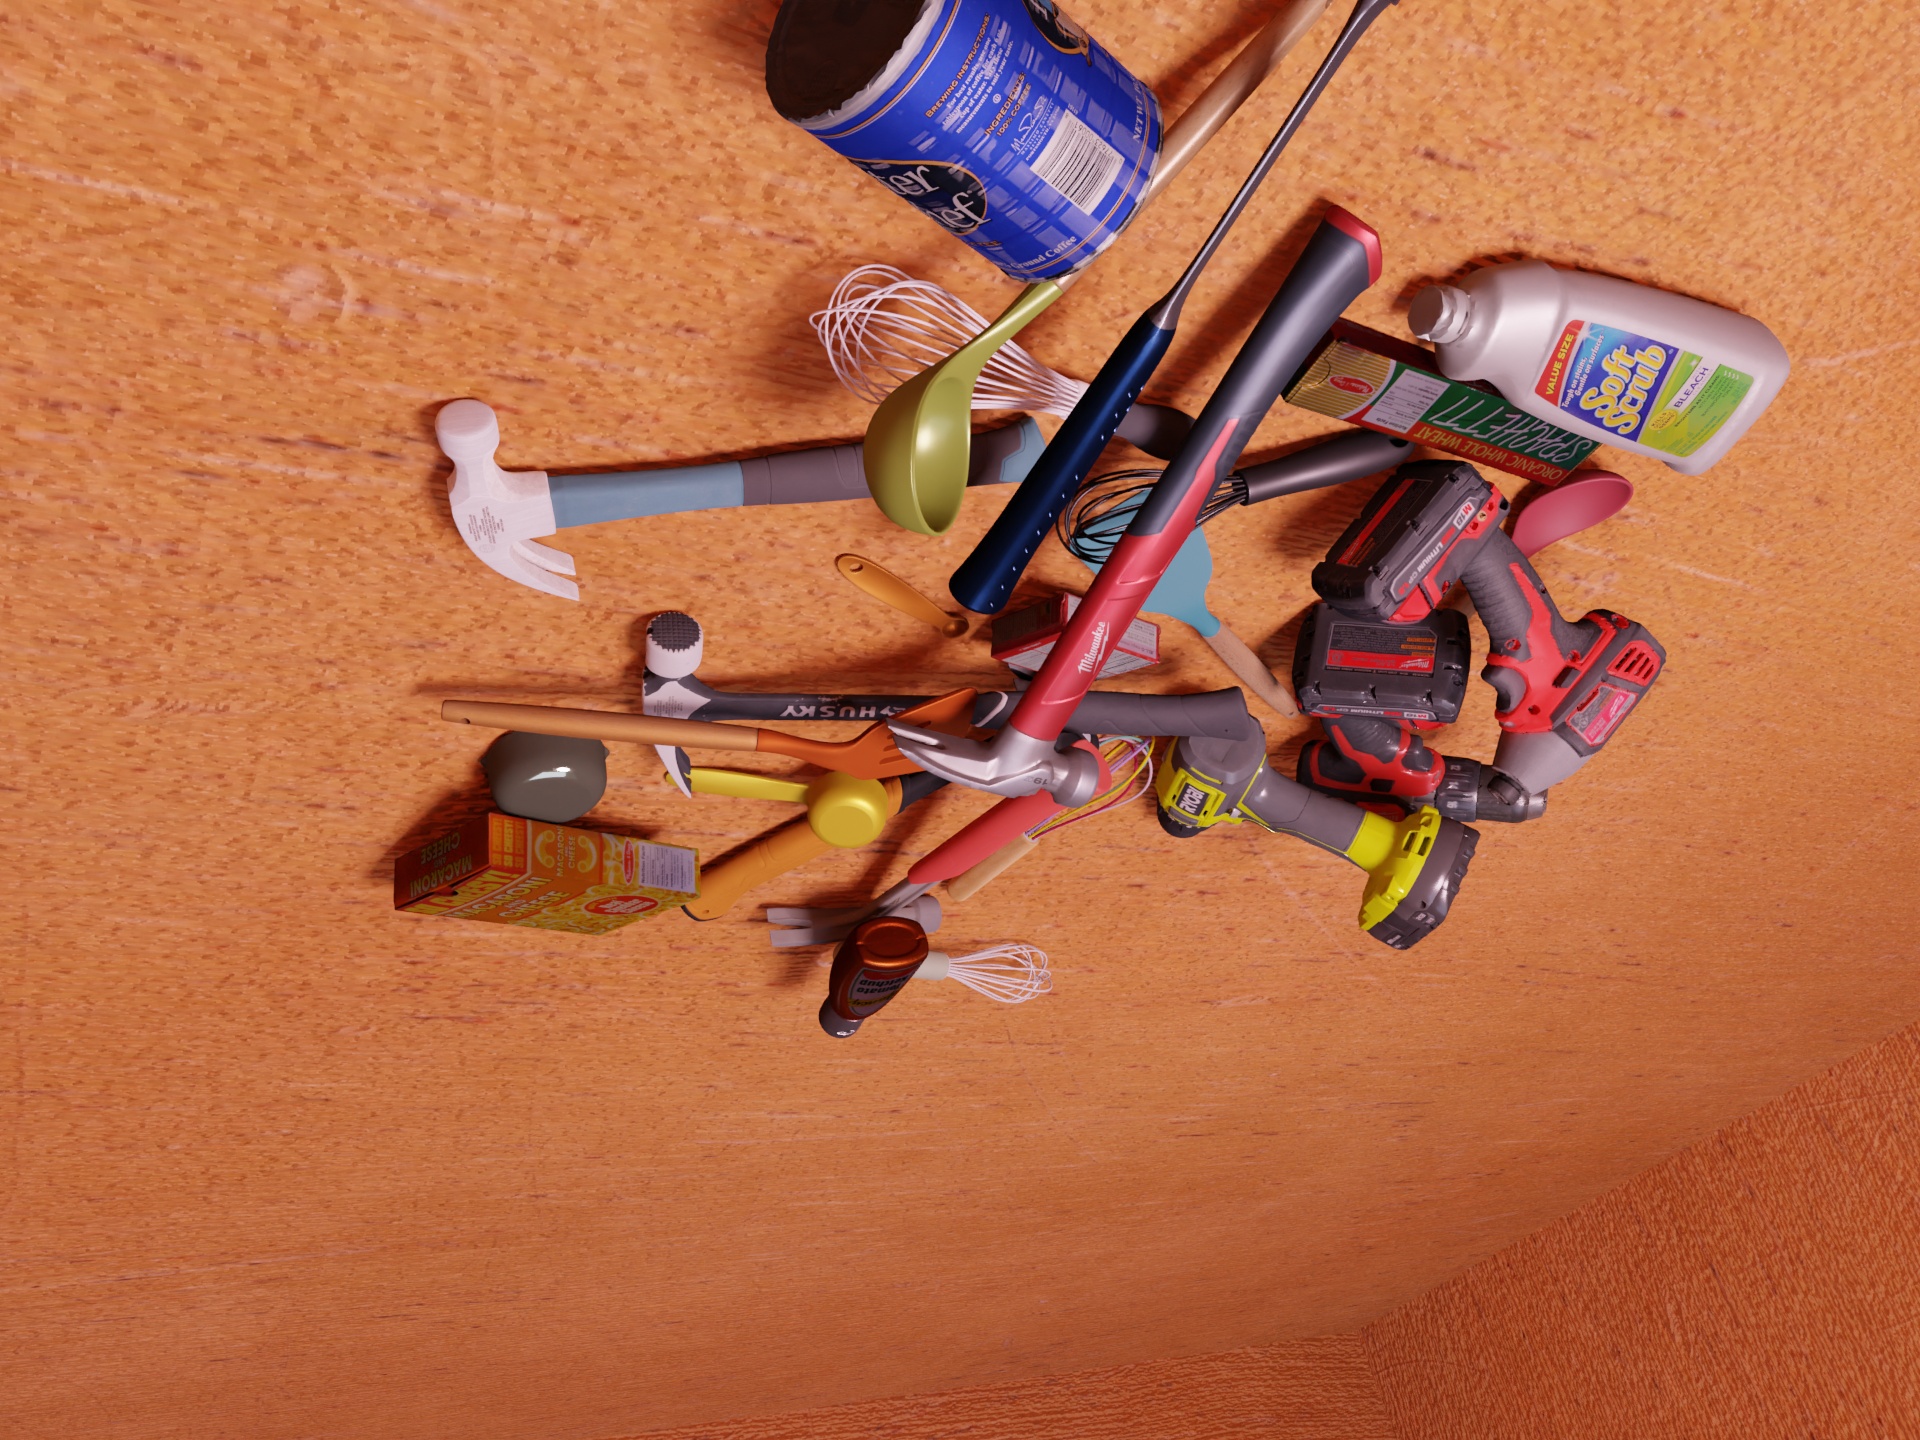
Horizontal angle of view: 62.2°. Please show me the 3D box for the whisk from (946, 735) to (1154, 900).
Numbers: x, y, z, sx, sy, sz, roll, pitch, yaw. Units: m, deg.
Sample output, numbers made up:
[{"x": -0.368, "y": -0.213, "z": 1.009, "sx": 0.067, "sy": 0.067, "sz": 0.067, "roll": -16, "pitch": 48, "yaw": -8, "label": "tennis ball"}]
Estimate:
[{"x": 0.066, "y": 0.079, "z": 1.242, "sx": 0.051, "sy": 0.047, "sz": 0.245, "roll": 13, "pitch": 139, "yaw": -39, "label": "whisk"}]

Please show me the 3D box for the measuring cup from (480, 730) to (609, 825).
[{"x": -0.279, "y": 0.065, "z": 1.069, "sx": 0.083, "sy": 0.038, "sz": 0.167, "roll": -4, "pitch": 144, "yaw": -20, "label": "measuring cup"}]

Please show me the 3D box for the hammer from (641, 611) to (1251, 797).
[{"x": -0.002, "y": -0.003, "z": 1.043, "sx": 0.409, "sy": 0.036, "sz": 0.149, "roll": 1, "pitch": 140, "yaw": -12, "label": "hammer"}]

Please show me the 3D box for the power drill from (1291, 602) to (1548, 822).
[{"x": 0.337, "y": 0.011, "z": 1.173, "sx": 0.188, "sy": 0.080, "sz": 0.226, "roll": 5, "pitch": 151, "yaw": 20, "label": "power drill"}]

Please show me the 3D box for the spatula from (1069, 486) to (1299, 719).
[{"x": 0.180, "y": -0.065, "z": 1.105, "sx": 0.082, "sy": 0.044, "sz": 0.317, "roll": -31, "pitch": 149, "yaw": 16, "label": "spatula"}]

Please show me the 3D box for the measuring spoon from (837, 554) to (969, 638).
[{"x": -0.036, "y": -0.080, "z": 0.999, "sx": 0.021, "sy": 0.011, "sz": 0.116, "roll": -36, "pitch": 139, "yaw": 25, "label": "measuring spoon"}]

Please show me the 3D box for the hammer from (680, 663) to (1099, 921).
[{"x": -0.069, "y": 0.062, "z": 1.163, "sx": 0.337, "sy": 0.034, "sz": 0.127, "roll": -28, "pitch": 146, "yaw": 15, "label": "hammer"}]

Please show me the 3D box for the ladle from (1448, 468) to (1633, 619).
[{"x": 0.368, "y": -0.079, "z": 1.164, "sx": 0.069, "sy": 0.031, "sz": 0.315, "roll": 7, "pitch": 141, "yaw": -25, "label": "ladle"}]

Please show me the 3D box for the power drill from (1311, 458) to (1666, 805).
[{"x": 0.339, "y": -0.053, "z": 1.021, "sx": 0.219, "sy": 0.079, "sz": 0.143, "roll": 40, "pitch": 90, "yaw": -17, "label": "power drill"}]

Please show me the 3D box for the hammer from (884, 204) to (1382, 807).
[{"x": 0.101, "y": -0.114, "z": 0.895, "sx": 0.143, "sy": 0.038, "sz": 0.386, "roll": 16, "pitch": 119, "yaw": -30, "label": "hammer"}]

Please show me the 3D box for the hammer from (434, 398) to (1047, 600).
[{"x": -0.107, "y": -0.132, "z": 0.869, "sx": 0.331, "sy": 0.033, "sz": 0.128, "roll": -8, "pitch": 144, "yaw": -14, "label": "hammer"}]

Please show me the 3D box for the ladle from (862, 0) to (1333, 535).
[{"x": 0.070, "y": -0.216, "z": 0.740, "sx": 0.320, "sy": 0.062, "sz": 0.078, "roll": -46, "pitch": 164, "yaw": 10, "label": "ladle"}]

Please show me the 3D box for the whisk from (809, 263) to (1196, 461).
[{"x": 0.039, "y": -0.179, "z": 0.853, "sx": 0.284, "sy": 0.070, "sz": 0.070, "roll": 9, "pitch": 138, "yaw": -41, "label": "whisk"}]

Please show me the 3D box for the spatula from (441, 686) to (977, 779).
[{"x": -0.150, "y": 0.003, "z": 0.978, "sx": 0.322, "sy": 0.041, "sz": 0.081, "roll": 6, "pitch": 140, "yaw": -12, "label": "spatula"}]

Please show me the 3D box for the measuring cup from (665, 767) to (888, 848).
[{"x": -0.127, "y": 0.057, "z": 1.103, "sx": 0.156, "sy": 0.029, "sz": 0.062, "roll": 9, "pitch": 129, "yaw": -11, "label": "measuring cup"}]

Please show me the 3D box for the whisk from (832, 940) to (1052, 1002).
[{"x": -0.012, "y": 0.213, "z": 1.380, "sx": 0.246, "sy": 0.059, "sz": 0.058, "roll": 14, "pitch": 108, "yaw": -41, "label": "whisk"}]

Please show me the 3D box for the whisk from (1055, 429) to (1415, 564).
[{"x": 0.170, "y": -0.144, "z": 0.966, "sx": 0.239, "sy": 0.055, "sz": 0.055, "roll": -16, "pitch": 147, "yaw": -13, "label": "whisk"}]

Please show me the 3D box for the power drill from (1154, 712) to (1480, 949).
[{"x": 0.254, "y": 0.082, "z": 1.201, "sx": 0.228, "sy": 0.080, "sz": 0.190, "roll": 27, "pitch": 160, "yaw": 8, "label": "power drill"}]

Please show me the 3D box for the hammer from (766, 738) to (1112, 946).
[{"x": -0.010, "y": 0.098, "z": 1.164, "sx": 0.149, "sy": 0.037, "sz": 0.359, "roll": 0, "pitch": 157, "yaw": -31, "label": "hammer"}]

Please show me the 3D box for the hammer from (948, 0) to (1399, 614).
[{"x": 0.099, "y": -0.200, "z": 0.757, "sx": 0.405, "sy": 0.035, "sz": 0.144, "roll": -55, "pitch": 176, "yaw": 37, "label": "hammer"}]
